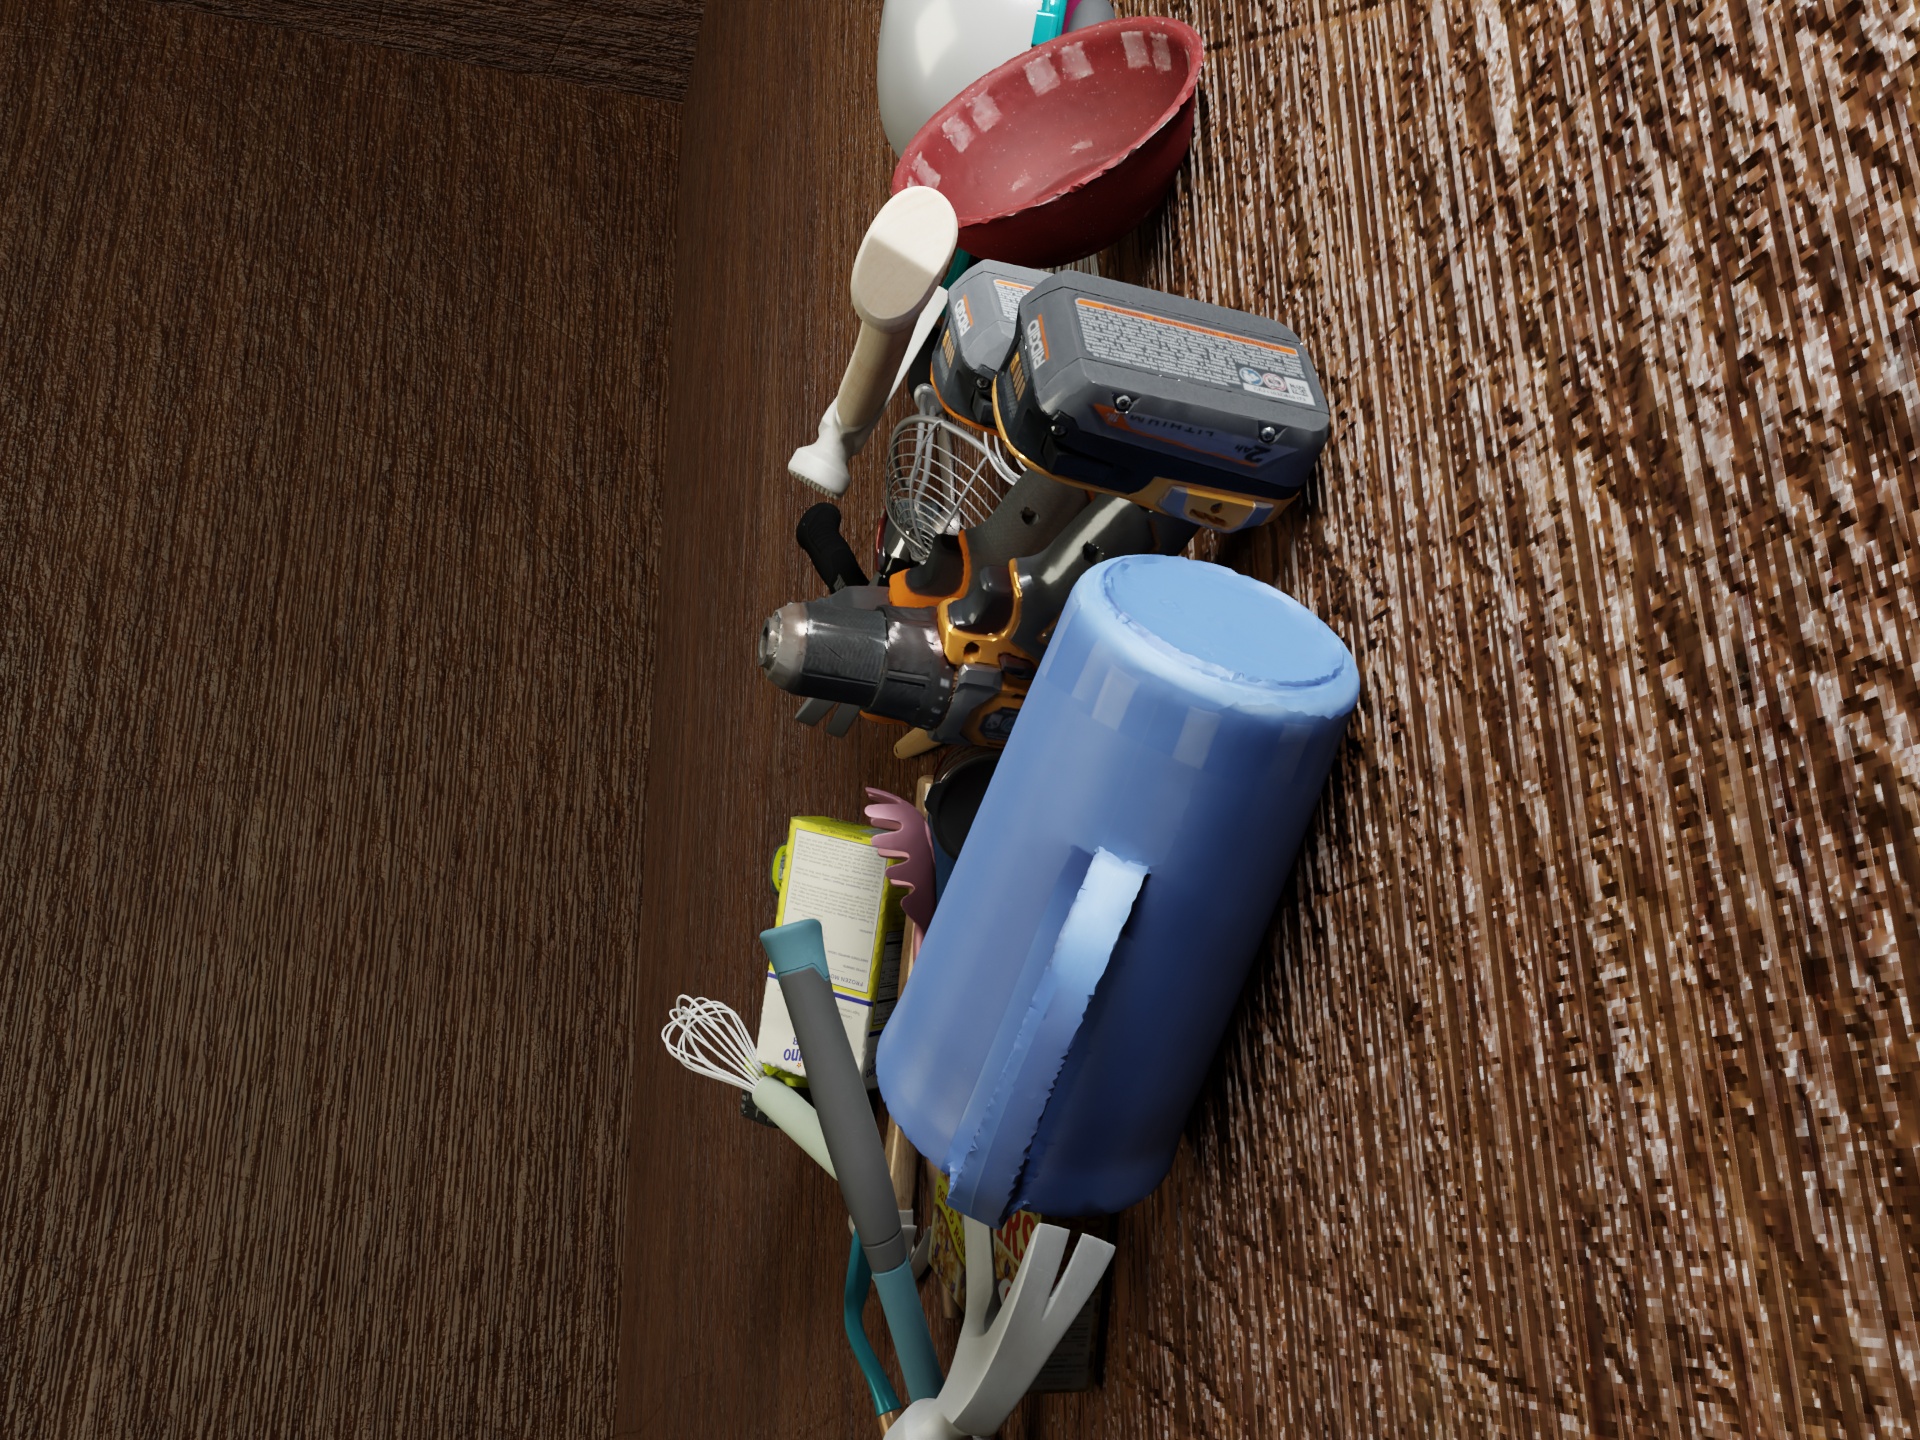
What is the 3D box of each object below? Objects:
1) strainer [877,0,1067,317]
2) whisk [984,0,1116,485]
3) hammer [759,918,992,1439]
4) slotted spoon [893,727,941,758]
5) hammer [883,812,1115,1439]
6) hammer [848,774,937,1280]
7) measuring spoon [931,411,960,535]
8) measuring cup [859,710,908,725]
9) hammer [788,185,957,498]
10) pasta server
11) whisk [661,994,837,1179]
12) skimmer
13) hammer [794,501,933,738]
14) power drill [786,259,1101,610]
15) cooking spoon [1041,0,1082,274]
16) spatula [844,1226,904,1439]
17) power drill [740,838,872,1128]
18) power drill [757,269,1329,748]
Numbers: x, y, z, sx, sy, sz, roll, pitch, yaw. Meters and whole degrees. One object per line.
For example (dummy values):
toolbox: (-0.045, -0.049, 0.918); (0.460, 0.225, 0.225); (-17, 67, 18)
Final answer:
strainer: (-0.012, -0.372, 0.981); (0.340, 0.095, 0.211); (115, 162, -62)
whisk: (0.057, -0.254, 0.838); (0.070, 0.070, 0.285); (152, 126, -70)
hammer: (-0.040, 0.257, 0.797); (0.128, 0.033, 0.331); (-66, -40, -86)
slotted spoon: (-0.002, -0.003, 1.004); (0.314, 0.031, 0.070); (149, 108, -72)
hammer: (0.008, 0.160, 0.797); (0.144, 0.035, 0.406); (-58, 18, 28)
hammer: (-0.030, 0.201, 1.031); (0.130, 0.031, 0.331); (-165, 80, -73)
measuring spoon: (-0.015, -0.168, 1.110); (0.034, 0.018, 0.124); (119, 152, -54)
measuring cup: (-0.057, -0.060, 1.157); (0.174, 0.052, 0.095); (-119, 37, -58)
hammer: (-0.033, -0.197, 0.784); (0.146, 0.038, 0.411); (-61, 7, -1)
pasta server: (-0.025, 0.196, 0.962); (0.060, 0.040, 0.316); (86, 179, -79)
whisk: (-0.142, 0.262, 1.136); (0.247, 0.058, 0.059); (26, 132, 48)
skimmer: (0.005, -0.189, 1.000); (0.127, 0.090, 0.364); (59, -163, -30)
hammer: (-0.087, -0.099, 1.140); (0.146, 0.035, 0.335); (-63, 19, 11)
power drill: (0.012, -0.094, 0.752); (0.084, 0.164, 0.226); (-100, 24, -46)
cooking spoon: (0.054, -0.328, 0.918); (0.069, 0.017, 0.319); (-109, 25, -79)
spatula: (-0.021, 0.406, 0.880); (0.082, 0.044, 0.318); (82, 168, -61)
power drill: (-0.108, 0.196, 1.220); (0.171, 0.080, 0.223); (161, 116, -67)
power drill: (0.027, -0.071, 0.664); (0.226, 0.185, 0.084); (117, 154, -46)
